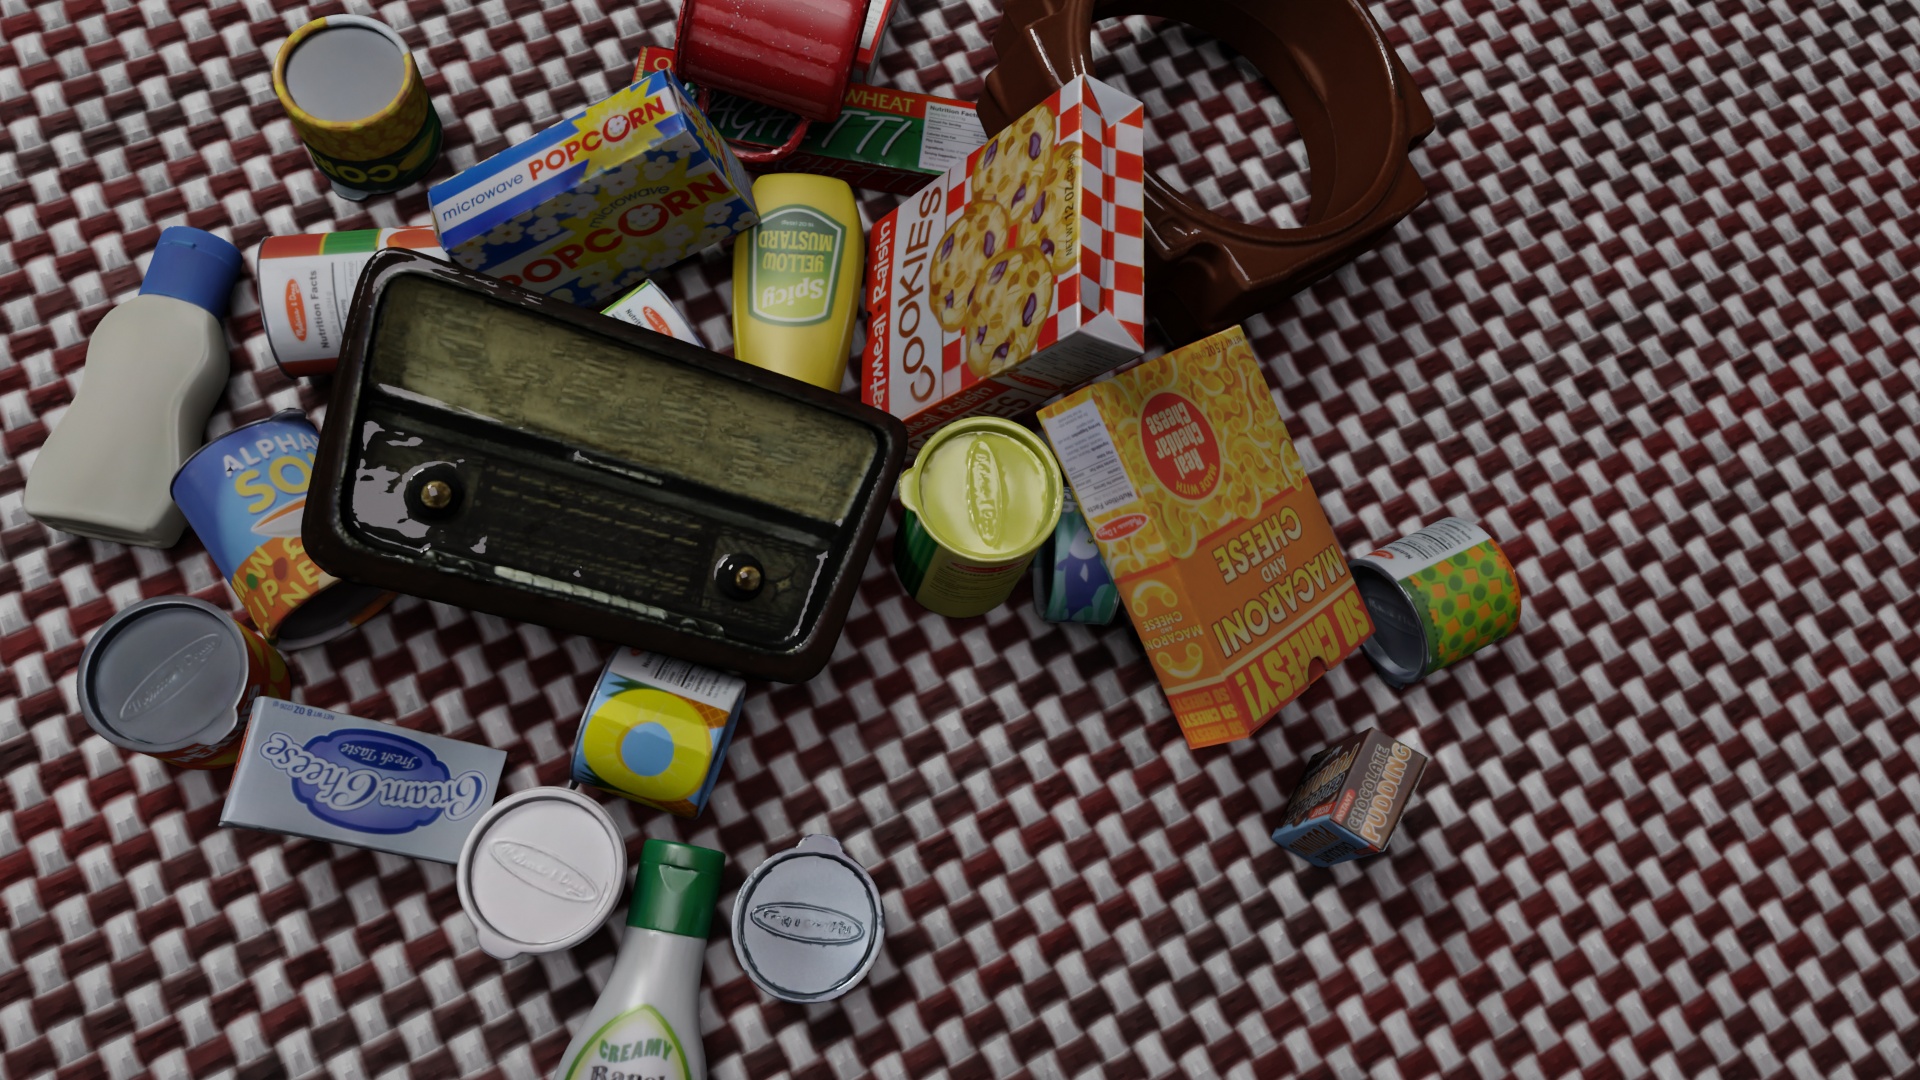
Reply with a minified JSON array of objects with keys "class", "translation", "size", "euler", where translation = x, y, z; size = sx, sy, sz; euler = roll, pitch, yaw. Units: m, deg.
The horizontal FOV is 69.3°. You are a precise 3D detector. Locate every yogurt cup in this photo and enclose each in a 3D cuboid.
[{"class":"yogurt cup","translation":[-0.176,0.142,0.595],"size":[0.072,0.053,0.072],"euler":[2,73,-7]}]

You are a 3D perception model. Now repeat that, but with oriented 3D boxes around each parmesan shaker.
[{"class":"parmesan shaker","translation":[0.002,-0.008,0.641],"size":[0.071,0.102,0.071],"euler":[2,73,-8]}]

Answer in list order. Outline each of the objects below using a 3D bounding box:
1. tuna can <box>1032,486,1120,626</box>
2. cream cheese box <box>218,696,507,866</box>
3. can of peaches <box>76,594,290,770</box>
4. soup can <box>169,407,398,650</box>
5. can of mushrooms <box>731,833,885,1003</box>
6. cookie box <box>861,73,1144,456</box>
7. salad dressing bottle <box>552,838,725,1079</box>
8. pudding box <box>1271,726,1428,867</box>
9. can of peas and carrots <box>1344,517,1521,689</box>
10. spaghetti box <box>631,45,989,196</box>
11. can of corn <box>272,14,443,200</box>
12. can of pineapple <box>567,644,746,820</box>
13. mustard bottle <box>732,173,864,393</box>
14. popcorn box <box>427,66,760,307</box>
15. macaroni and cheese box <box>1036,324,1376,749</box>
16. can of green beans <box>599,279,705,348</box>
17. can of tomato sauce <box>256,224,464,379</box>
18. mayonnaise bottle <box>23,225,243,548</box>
[{"class":"tuna can","translation":[0.056,0.005,0.661],"size":[0.033,0.071,0.071],"euler":[3,73,-6]},{"class":"cream cheese box","translation":[-0.252,0.104,0.590],"size":[0.104,0.024,0.053],"euler":[20,70,-31]},{"class":"can of peaches","translation":[-0.329,0.064,0.597],"size":[0.071,0.058,0.071],"euler":[2,72,-8]},{"class":"soup can","translation":[-0.295,-0.005,0.616],"size":[0.071,0.071,0.084],"euler":[-35,81,-16]},{"class":"can of mushrooms","translation":[-0.067,0.167,0.614],"size":[0.071,0.033,0.071],"euler":[2,73,-6]},{"class":"cookie box","translation":[0.014,-0.120,0.646],"size":[0.040,0.167,0.123],"euler":[14,69,-34]},{"class":"salad dressing bottle","translation":[-0.133,0.203,0.588],"size":[0.064,0.044,0.148],"euler":[12,72,-5]},{"class":"pudding box","translation":[0.177,0.119,0.636],"size":[0.030,0.083,0.050],"euler":[30,72,5]},{"class":"can of peas and carrots","translation":[0.230,0.031,0.681],"size":[0.059,0.070,0.071],"euler":[-23,78,-14]},{"class":"spaghetti box","translation":[-0.048,-0.214,0.736],"size":[0.250,0.028,0.050],"euler":[8,72,-5]},{"class":"can of corn","translation":[-0.298,-0.213,0.687],"size":[0.071,0.058,0.071],"euler":[2,73,-7]},{"class":"can of pineapple","translation":[-0.133,0.085,0.614],"size":[0.058,0.070,0.071],"euler":[19,72,-2]},{"class":"mustard bottle","translation":[-0.082,-0.102,0.686],"size":[0.065,0.048,0.160],"euler":[2,72,-1]},{"class":"popcorn box","translation":[-0.170,-0.157,0.652],"size":[0.126,0.085,0.038],"euler":[-24,69,7]},{"class":"macaroni and cheese box","translation":[0.118,-0.006,0.643],"size":[0.124,0.040,0.166],"euler":[-26,92,-43]},{"class":"can of green beans","translation":[-0.152,-0.080,0.659],"size":[0.058,0.071,0.071],"euler":[-37,81,-10]},{"class":"can of tomato sauce","translation":[-0.277,-0.114,0.656],"size":[0.083,0.071,0.071],"euler":[-7,74,-10]},{"class":"mayonnaise bottle","translation":[-0.373,-0.073,0.643],"size":[0.065,0.041,0.148],"euler":[10,71,-4]}]
